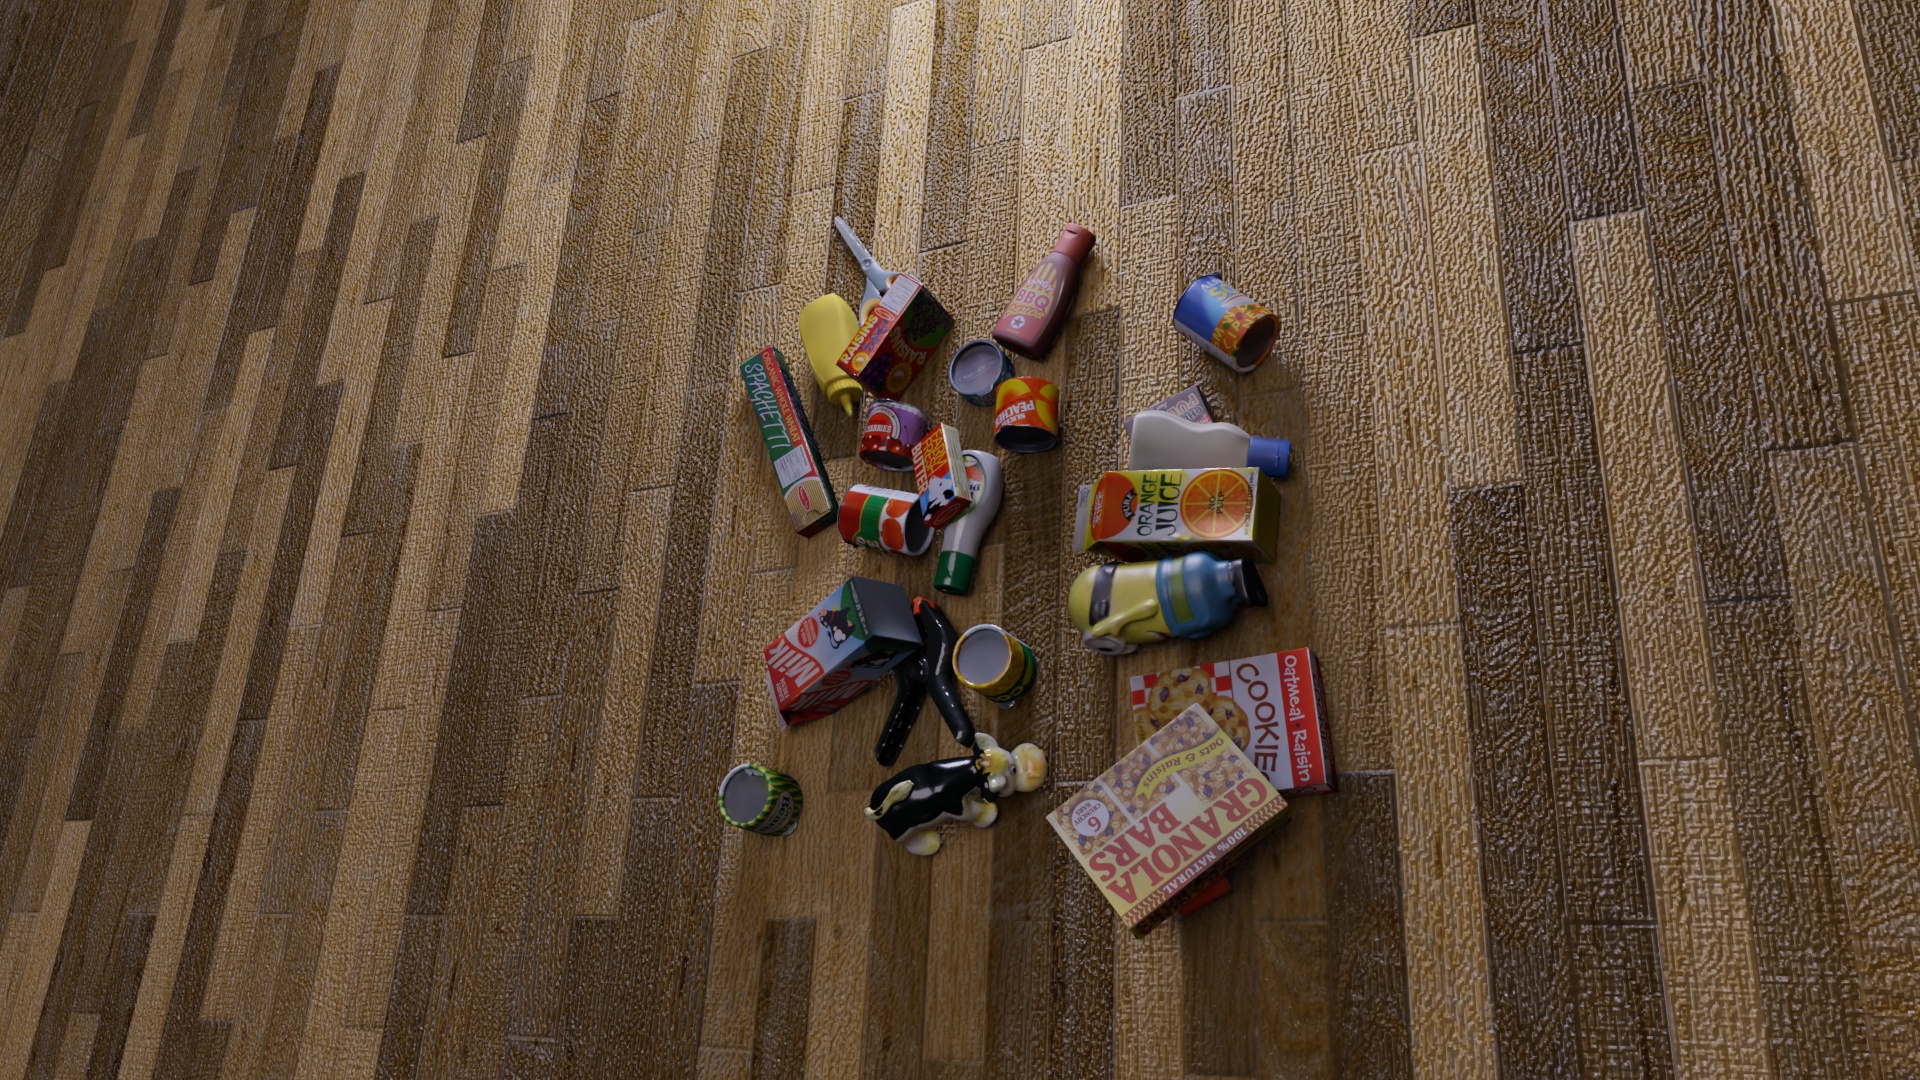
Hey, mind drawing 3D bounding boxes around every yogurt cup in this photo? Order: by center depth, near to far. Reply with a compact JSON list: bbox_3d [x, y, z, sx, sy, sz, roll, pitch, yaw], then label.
[{"bbox_3d":[0.199,0.285,1.199,0.054,0.072,0.072,-24,61,8],"label":"yogurt cup"}]

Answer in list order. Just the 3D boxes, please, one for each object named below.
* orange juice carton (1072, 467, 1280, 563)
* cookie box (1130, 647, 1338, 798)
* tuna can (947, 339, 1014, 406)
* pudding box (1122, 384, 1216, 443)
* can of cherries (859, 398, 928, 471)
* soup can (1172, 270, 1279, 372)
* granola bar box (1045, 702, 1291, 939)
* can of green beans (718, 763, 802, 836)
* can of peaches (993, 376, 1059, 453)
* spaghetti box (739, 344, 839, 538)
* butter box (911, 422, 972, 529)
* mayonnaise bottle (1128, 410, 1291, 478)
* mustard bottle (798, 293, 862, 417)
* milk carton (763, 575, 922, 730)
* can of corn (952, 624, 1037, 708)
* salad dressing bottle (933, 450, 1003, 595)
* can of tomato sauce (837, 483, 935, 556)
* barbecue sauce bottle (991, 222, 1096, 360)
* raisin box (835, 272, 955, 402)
[{"bbox_3d":[0.198,-0.022,1.317,0.192,0.073,0.072,0,71,28],"label":"orange juice carton"},{"bbox_3d":[0.241,0.171,1.237,0.167,0.040,0.123,-13,65,24],"label":"cookie box"},{"bbox_3d":[0.024,-0.178,1.495,0.071,0.033,0.071,-10,66,24],"label":"tuna can"},{"bbox_3d":[0.208,-0.112,1.374,0.083,0.030,0.050,-26,62,17],"label":"pudding box"},{"bbox_3d":[-0.074,-0.113,1.496,0.071,0.071,0.058,3,72,29],"label":"can of cherries"},{"bbox_3d":[0.263,-0.216,1.365,0.071,0.071,0.084,-50,57,2],"label":"soup can"},{"bbox_3d":[0.175,0.235,1.174,0.166,0.039,0.124,-36,54,-6],"label":"granola bar box"},{"bbox_3d":[-0.205,0.265,1.419,0.071,0.057,0.071,-10,66,24],"label":"can of green beans"},{"bbox_3d":[0.067,-0.130,1.430,0.071,0.071,0.058,-6,67,25],"label":"can of peaches"},{"bbox_3d":[-0.196,-0.117,1.587,0.050,0.028,0.251,-30,59,14],"label":"spaghetti box"},{"bbox_3d":[-0.020,-0.067,1.431,0.053,0.024,0.104,-40,44,32],"label":"butter box"},{"bbox_3d":[0.237,-0.085,1.322,0.148,0.041,0.064,8,104,13],"label":"mayonnaise bottle"},{"bbox_3d":[-0.141,-0.203,1.581,0.065,0.048,0.161,-25,61,20],"label":"mustard bottle"},{"bbox_3d":[-0.134,0.120,1.417,0.190,0.073,0.072,-38,56,30],"label":"milk carton"},{"bbox_3d":[0.033,0.123,1.353,0.071,0.058,0.071,-10,66,24],"label":"can of corn"},{"bbox_3d":[0.005,-0.018,1.433,0.064,0.044,0.148,1,71,35],"label":"salad dressing bottle"},{"bbox_3d":[-0.077,-0.019,1.464,0.083,0.071,0.071,11,76,30],"label":"can of tomato sauce"},{"bbox_3d":[0.095,-0.268,1.488,0.065,0.043,0.148,26,83,34],"label":"barbecue sauce bottle"},{"bbox_3d":[-0.071,-0.220,1.530,0.040,0.086,0.123,34,88,32],"label":"raisin box"}]
